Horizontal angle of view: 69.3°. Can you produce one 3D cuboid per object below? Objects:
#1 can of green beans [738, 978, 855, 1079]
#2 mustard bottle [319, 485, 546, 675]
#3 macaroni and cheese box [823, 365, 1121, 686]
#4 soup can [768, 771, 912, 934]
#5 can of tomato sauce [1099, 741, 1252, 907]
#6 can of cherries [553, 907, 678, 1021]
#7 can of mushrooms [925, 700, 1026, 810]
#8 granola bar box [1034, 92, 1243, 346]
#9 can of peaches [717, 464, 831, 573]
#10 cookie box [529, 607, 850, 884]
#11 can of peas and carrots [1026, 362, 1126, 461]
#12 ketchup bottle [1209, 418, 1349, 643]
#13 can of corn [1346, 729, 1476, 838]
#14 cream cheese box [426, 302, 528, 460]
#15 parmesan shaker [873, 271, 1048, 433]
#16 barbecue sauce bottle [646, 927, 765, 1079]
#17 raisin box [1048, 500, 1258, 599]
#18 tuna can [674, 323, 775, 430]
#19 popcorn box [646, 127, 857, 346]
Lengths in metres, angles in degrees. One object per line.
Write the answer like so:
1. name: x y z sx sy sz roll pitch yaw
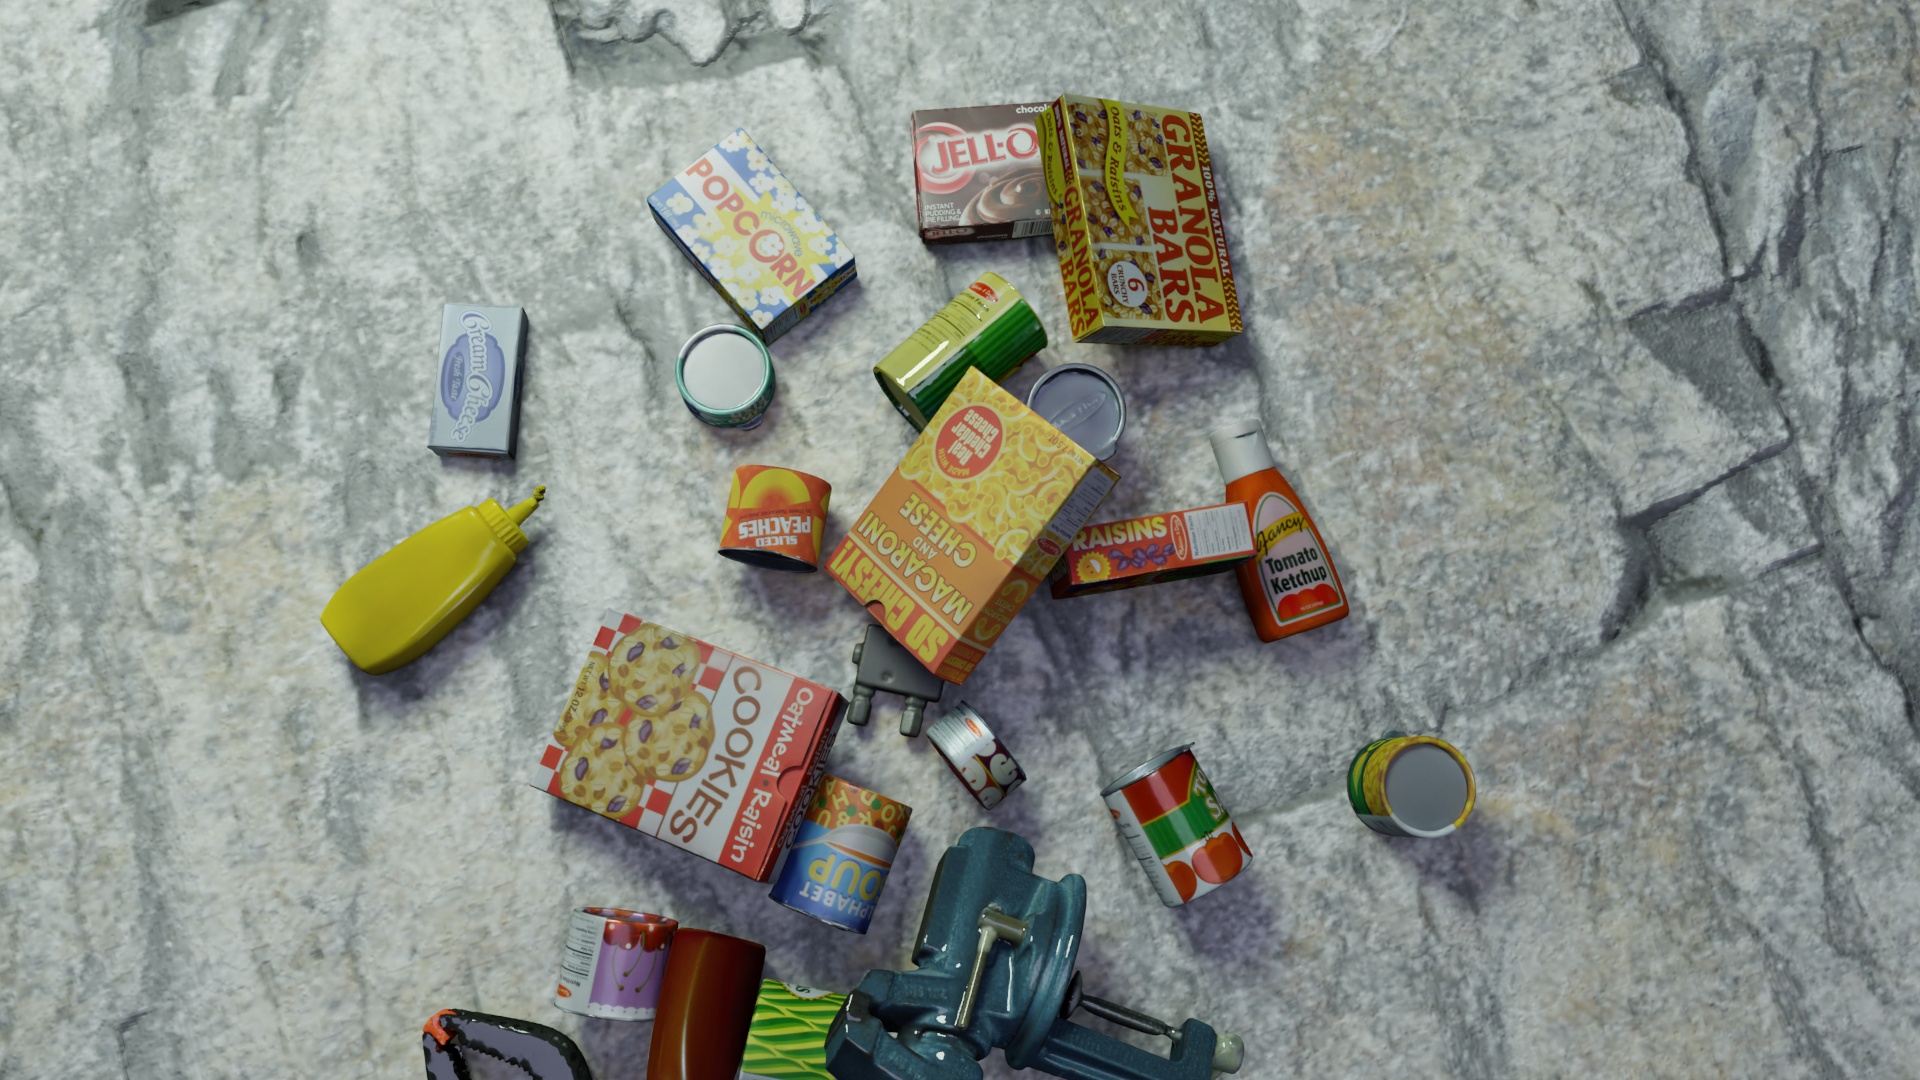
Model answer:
1. can of green beans: -0.101 0.308 0.854 0.058 0.071 0.071 12 79 -1
2. mustard bottle: -0.331 0.018 0.901 0.160 0.048 0.065 -39 85 -11
3. macaroni and cheese box: 0.003 -0.011 0.885 0.124 0.040 0.166 41 96 36
4. soup can: -0.073 0.197 0.874 0.071 0.071 0.084 21 79 0
5. can of tomato sauce: 0.141 0.182 0.894 0.071 0.071 0.083 -29 84 -8
6. can of cherries: -0.209 0.261 0.857 0.071 0.071 0.058 8 78 -2
7. can of mushrooms: 0.011 0.140 0.895 0.033 0.071 0.071 -39 84 -10
8. granola bar box: 0.123 -0.217 0.959 0.124 0.039 0.165 -3 79 -31
9. can of peaches: -0.121 -0.014 0.911 0.071 0.071 0.058 10 78 -2
10. cookie box: -0.169 0.127 0.873 0.167 0.040 0.123 18 78 17
11. can of peas and carrots: 0.077 -0.079 0.943 0.071 0.058 0.071 1 80 -4
12. ketchup bottle: 0.210 -0.008 0.947 0.065 0.043 0.149 -16 80 -11
13. can of corn: 0.296 0.159 0.914 0.071 0.058 0.071 1 80 -4
14. cream cheese box: -0.325 -0.108 0.937 0.053 0.024 0.104 3 79 -4
15. parmesan shaker: -0.002 -0.126 0.945 0.103 0.071 0.071 -41 85 -9
16. barbecue sauce bottle: -0.161 0.313 0.836 0.043 0.064 0.149 -4 65 34
17. raisin box: 0.122 0.007 0.916 0.123 0.086 0.040 -9 82 -6
18. tuna can: -0.159 -0.110 0.945 0.071 0.032 0.071 1 79 -4
19. popcorn box: -0.144 -0.211 0.962 0.085 0.038 0.127 -40 85 -10
